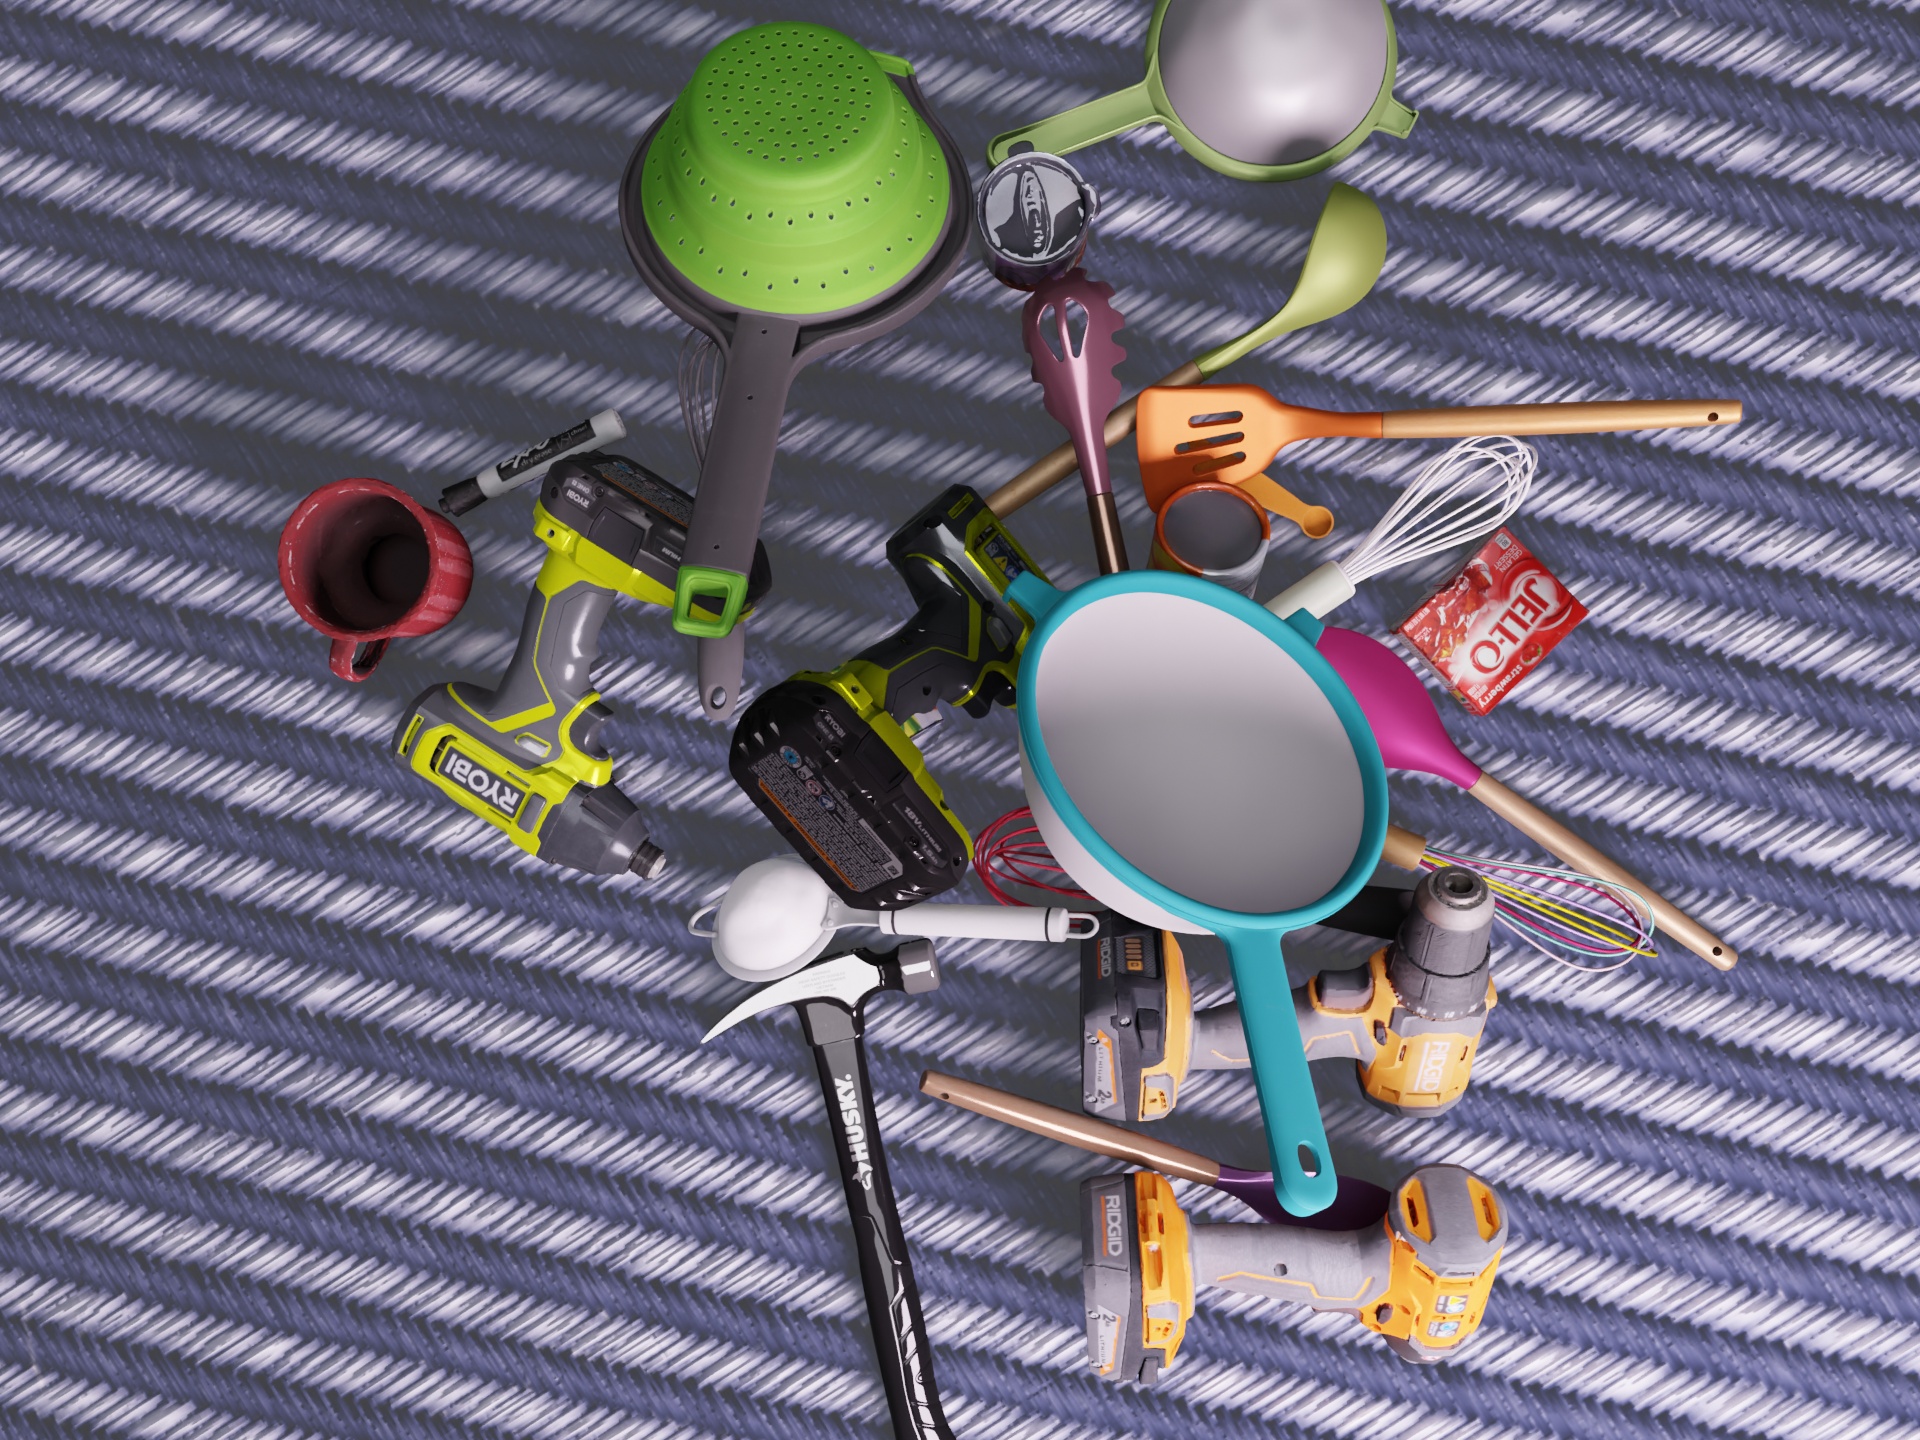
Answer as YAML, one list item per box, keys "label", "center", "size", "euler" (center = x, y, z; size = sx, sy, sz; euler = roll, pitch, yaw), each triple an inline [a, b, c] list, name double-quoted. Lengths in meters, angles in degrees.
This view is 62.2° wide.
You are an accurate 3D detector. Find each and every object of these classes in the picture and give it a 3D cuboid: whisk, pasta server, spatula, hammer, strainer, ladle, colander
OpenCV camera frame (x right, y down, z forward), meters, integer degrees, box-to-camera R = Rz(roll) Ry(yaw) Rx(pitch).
- label: "whisk"
  center: [0.152, 0.100, 0.934]
  size: [0.296, 0.073, 0.073]
  euler: [8, 91, -4]
- label: "pasta server"
  center: [0.087, -0.103, 0.911]
  size: [0.060, 0.040, 0.316]
  euler: [-11, 94, 16]
- label: "whisk"
  center: [0.231, -0.090, 0.936]
  size: [0.246, 0.059, 0.057]
  euler: [-34, 119, 6]
- label: "whisk"
  center: [-0.143, -0.119, 0.948]
  size: [0.055, 0.055, 0.239]
  euler: [2, 95, 2]
- label: "spatula"
  center: [0.262, -0.163, 0.894]
  size: [0.322, 0.041, 0.081]
  euler: [1, 123, 18]
- label: "hammer"
  center: [-0.055, 0.306, 0.952]
  size: [0.146, 0.035, 0.335]
  euler: [-12, 90, 1]
- label: "strainer"
  center: [-0.047, 0.110, 0.912]
  size: [0.258, 0.050, 0.087]
  euler: [0, 54, 17]
- label: "ladle"
  center: [0.111, -0.201, 0.936]
  size: [0.320, 0.078, 0.062]
  euler: [-33, 79, 9]
- label: "whisk"
  center: [0.291, 0.086, 0.931]
  size: [0.245, 0.047, 0.051]
  euler: [22, 127, 6]
- label: "spatula"
  center: [0.124, 0.251, 0.910]
  size: [0.315, 0.018, 0.059]
  euler: [20, 124, -12]
- label: "colander"
  center: [-0.104, -0.239, 0.854]
  size: [0.204, 0.094, 0.397]
  euler: [8, 69, 1]
- label: "strainer"
  center: [0.135, -0.379, 0.925]
  size: [0.256, 0.069, 0.151]
  euler: [-21, 90, 0]
- label: "strainer"
  center: [0.119, 0.086, 0.807]
  size: [0.211, 0.095, 0.341]
  euler: [5, 58, -23]

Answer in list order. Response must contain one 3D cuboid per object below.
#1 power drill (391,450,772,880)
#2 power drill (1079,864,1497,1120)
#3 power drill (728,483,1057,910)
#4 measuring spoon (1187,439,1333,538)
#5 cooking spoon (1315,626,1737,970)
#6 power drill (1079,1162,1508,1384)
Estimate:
- label: "power drill"
  center: [-0.209, -0.026, 0.919]
  size: [0.171, 0.080, 0.223]
  euler: [32, 107, 2]
- label: "power drill"
  center: [0.180, 0.150, 0.880]
  size: [0.226, 0.084, 0.185]
  euler: [-1, 135, 3]
- label: "power drill"
  center: [-0.001, -0.003, 0.875]
  size: [0.190, 0.080, 0.228]
  euler: [50, 48, -10]
- label: "measuring spoon"
  center: [0.171, -0.143, 0.956]
  size: [0.117, 0.011, 0.021]
  euler: [30, 91, 5]
- label: "cooking spoon"
  center: [0.327, 0.050, 0.945]
  size: [0.319, 0.017, 0.069]
  euler: [36, 93, 2]
- label: "power drill"
  center: [0.184, 0.321, 0.902]
  size: [0.226, 0.084, 0.164]
  euler: [-3, 133, 4]
